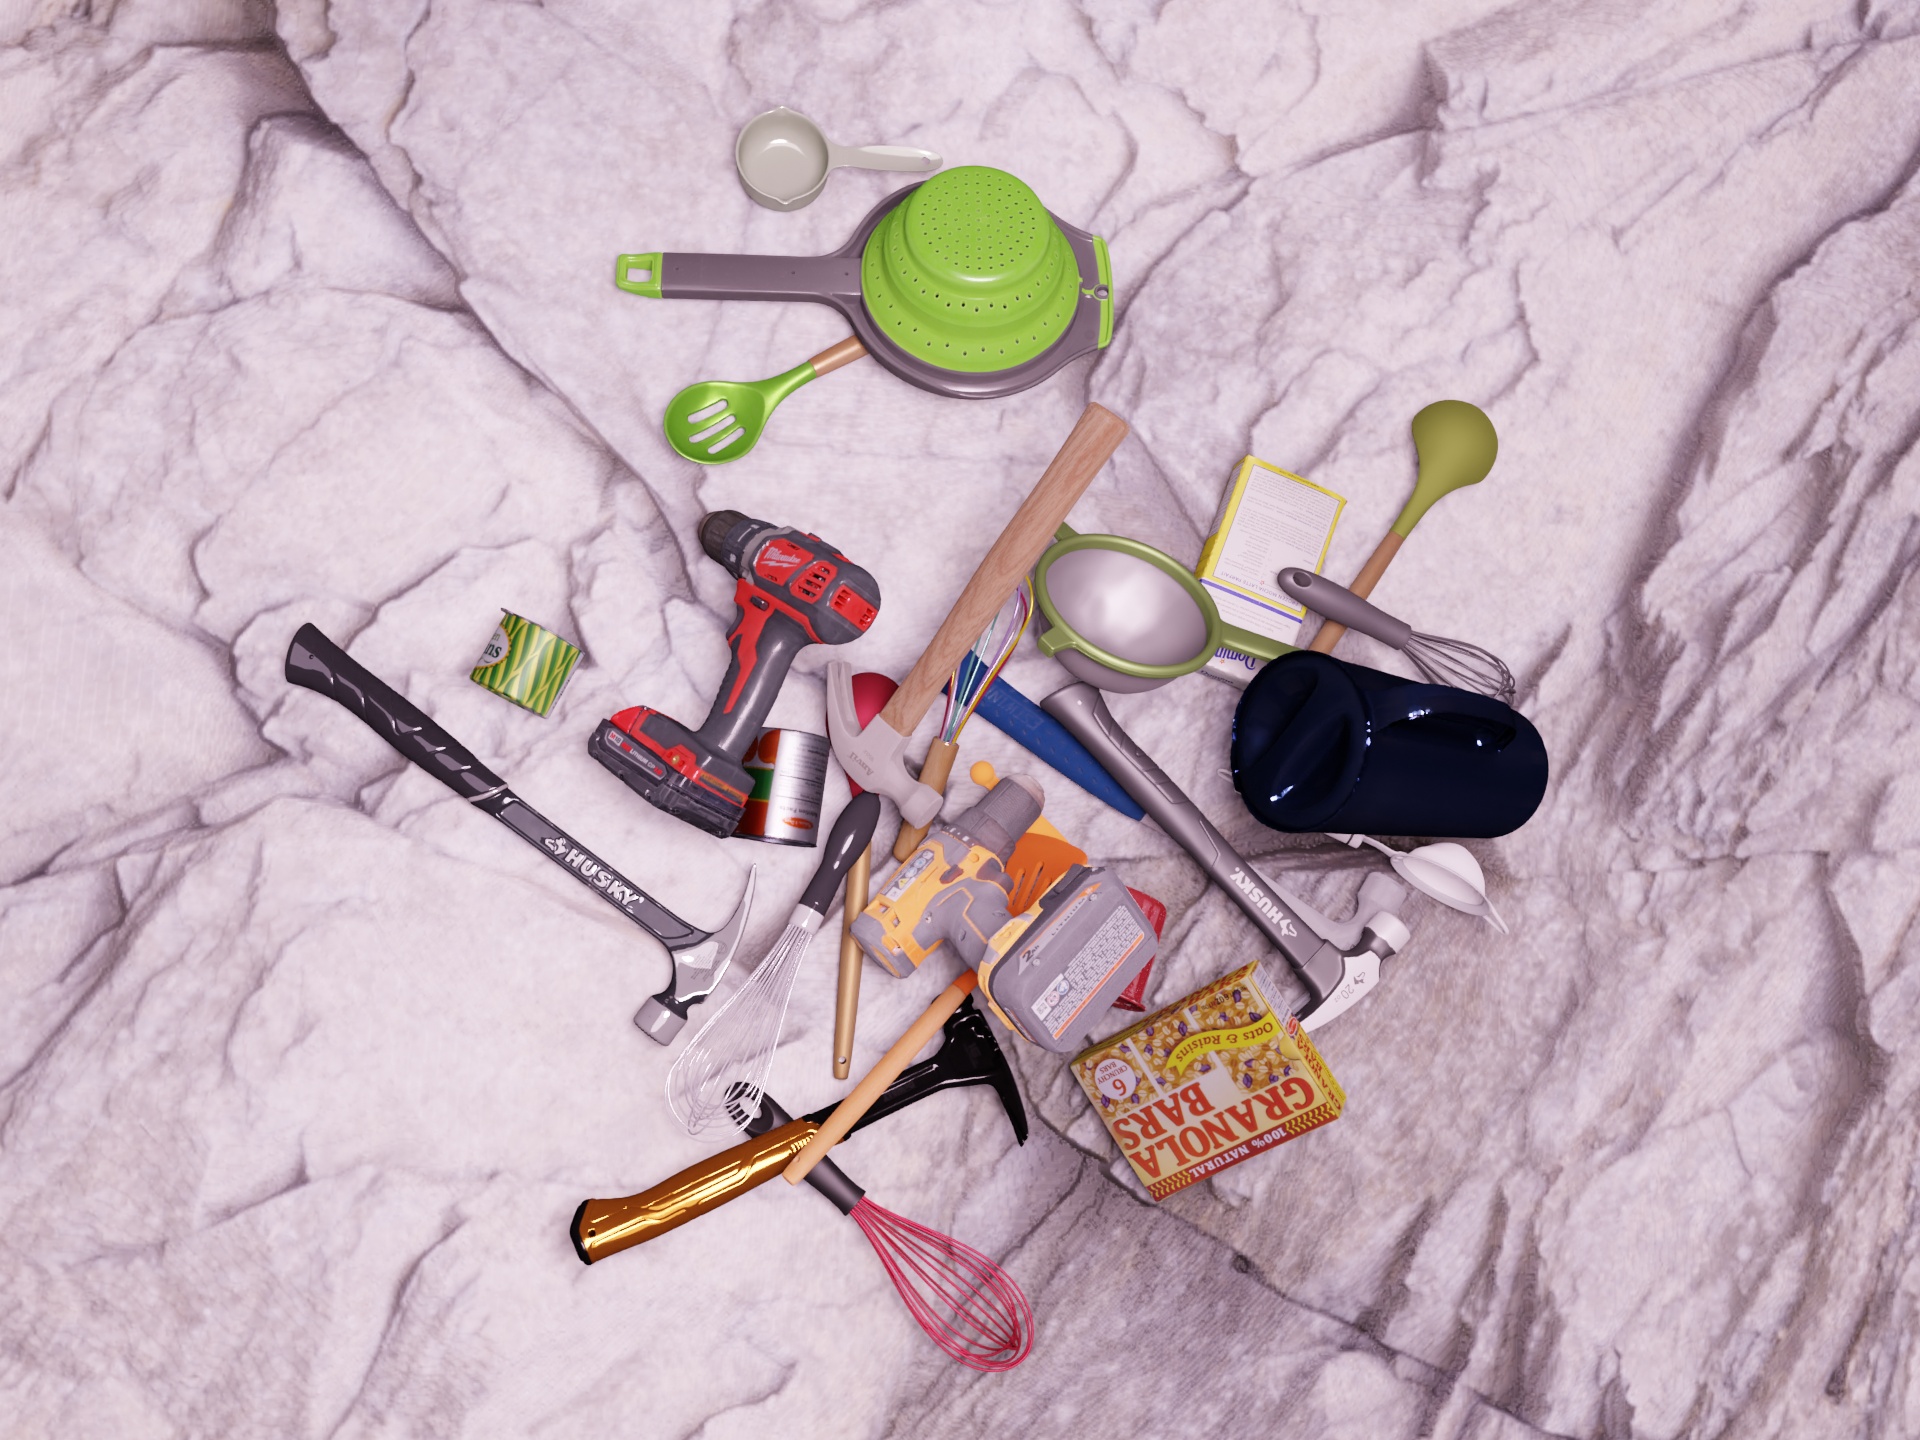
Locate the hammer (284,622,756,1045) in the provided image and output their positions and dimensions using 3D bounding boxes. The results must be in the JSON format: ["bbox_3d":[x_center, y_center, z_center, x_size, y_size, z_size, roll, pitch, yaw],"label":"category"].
[{"bbox_3d":[-0.335,0.062,1.193,0.409,0.036,0.149,38,78,-2],"label":"hammer"}]

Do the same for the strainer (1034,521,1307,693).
[{"bbox_3d":[0.169,-0.055,1.227,0.256,0.069,0.152,17,44,-9],"label":"strainer"}]

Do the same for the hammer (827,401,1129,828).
[{"bbox_3d":[0.013,-0.088,1.162,0.130,0.031,0.331,40,106,18],"label":"hammer"}]

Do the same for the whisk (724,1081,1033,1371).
[{"bbox_3d":[-0.063,0.372,1.184,0.296,0.073,0.073,41,79,5],"label":"whisk"}]

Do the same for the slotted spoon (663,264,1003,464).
[{"bbox_3d":[-0.096,-0.291,1.275,0.314,0.031,0.070,-31,86,-12],"label":"slotted spoon"}]

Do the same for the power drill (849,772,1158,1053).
[{"bbox_3d":[0.040,0.127,1.145,0.185,0.226,0.084,-46,121,-18],"label":"power drill"}]

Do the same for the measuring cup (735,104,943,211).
[{"bbox_3d":[-0.099,-0.449,1.289,0.167,0.038,0.083,-2,83,-10],"label":"measuring cup"}]

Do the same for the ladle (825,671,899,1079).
[{"bbox_3d":[-0.080,0.117,1.228,0.069,0.031,0.315,5,84,-6],"label":"ladle"}]

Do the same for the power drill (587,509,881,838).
[{"bbox_3d":[-0.178,-0.048,1.182,0.188,0.080,0.227,31,87,41],"label":"power drill"}]

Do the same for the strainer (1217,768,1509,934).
[{"bbox_3d":[0.324,0.093,1.268,0.258,0.086,0.050,25,76,6],"label":"strainer"}]

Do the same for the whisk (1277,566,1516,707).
[{"bbox_3d":[0.353,-0.065,1.282,0.238,0.055,0.055,25,80,-16],"label":"whisk"}]

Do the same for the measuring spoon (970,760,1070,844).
[{"bbox_3d":[0.052,0.076,1.257,0.117,0.011,0.021,45,79,-1],"label":"measuring spoon"}]

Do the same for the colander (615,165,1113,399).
[{"bbox_3d":[-0.071,-0.363,1.238,0.397,0.094,0.205,1,71,-4],"label":"colander"}]

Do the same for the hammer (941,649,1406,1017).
[{"bbox_3d":[0.154,0.080,1.259,0.405,0.035,0.144,35,79,-3],"label":"hammer"}]

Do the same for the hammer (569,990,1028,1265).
[{"bbox_3d":[-0.117,0.314,1.156,0.337,0.034,0.127,-21,68,-17],"label":"hammer"}]

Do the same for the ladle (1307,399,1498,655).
[{"bbox_3d":[0.342,-0.129,1.316,0.078,0.062,0.320,35,86,-4],"label":"ladle"}]

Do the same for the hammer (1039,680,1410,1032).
[{"bbox_3d":[0.184,0.099,1.225,0.146,0.035,0.335,-44,90,-12],"label":"hammer"}]

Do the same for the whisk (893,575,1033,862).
[{"bbox_3d":[0.000,-0.003,1.215,0.047,0.051,0.245,20,99,-3],"label":"whisk"}]

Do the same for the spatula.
[{"bbox_3d":[-0.022,0.211,1.177,0.323,0.081,0.041,-45,125,-23],"label":"spatula"}]

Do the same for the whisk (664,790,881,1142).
[{"bbox_3d":[-0.128,0.175,1.166,0.070,0.070,0.285,29,72,-4],"label":"whisk"}]
